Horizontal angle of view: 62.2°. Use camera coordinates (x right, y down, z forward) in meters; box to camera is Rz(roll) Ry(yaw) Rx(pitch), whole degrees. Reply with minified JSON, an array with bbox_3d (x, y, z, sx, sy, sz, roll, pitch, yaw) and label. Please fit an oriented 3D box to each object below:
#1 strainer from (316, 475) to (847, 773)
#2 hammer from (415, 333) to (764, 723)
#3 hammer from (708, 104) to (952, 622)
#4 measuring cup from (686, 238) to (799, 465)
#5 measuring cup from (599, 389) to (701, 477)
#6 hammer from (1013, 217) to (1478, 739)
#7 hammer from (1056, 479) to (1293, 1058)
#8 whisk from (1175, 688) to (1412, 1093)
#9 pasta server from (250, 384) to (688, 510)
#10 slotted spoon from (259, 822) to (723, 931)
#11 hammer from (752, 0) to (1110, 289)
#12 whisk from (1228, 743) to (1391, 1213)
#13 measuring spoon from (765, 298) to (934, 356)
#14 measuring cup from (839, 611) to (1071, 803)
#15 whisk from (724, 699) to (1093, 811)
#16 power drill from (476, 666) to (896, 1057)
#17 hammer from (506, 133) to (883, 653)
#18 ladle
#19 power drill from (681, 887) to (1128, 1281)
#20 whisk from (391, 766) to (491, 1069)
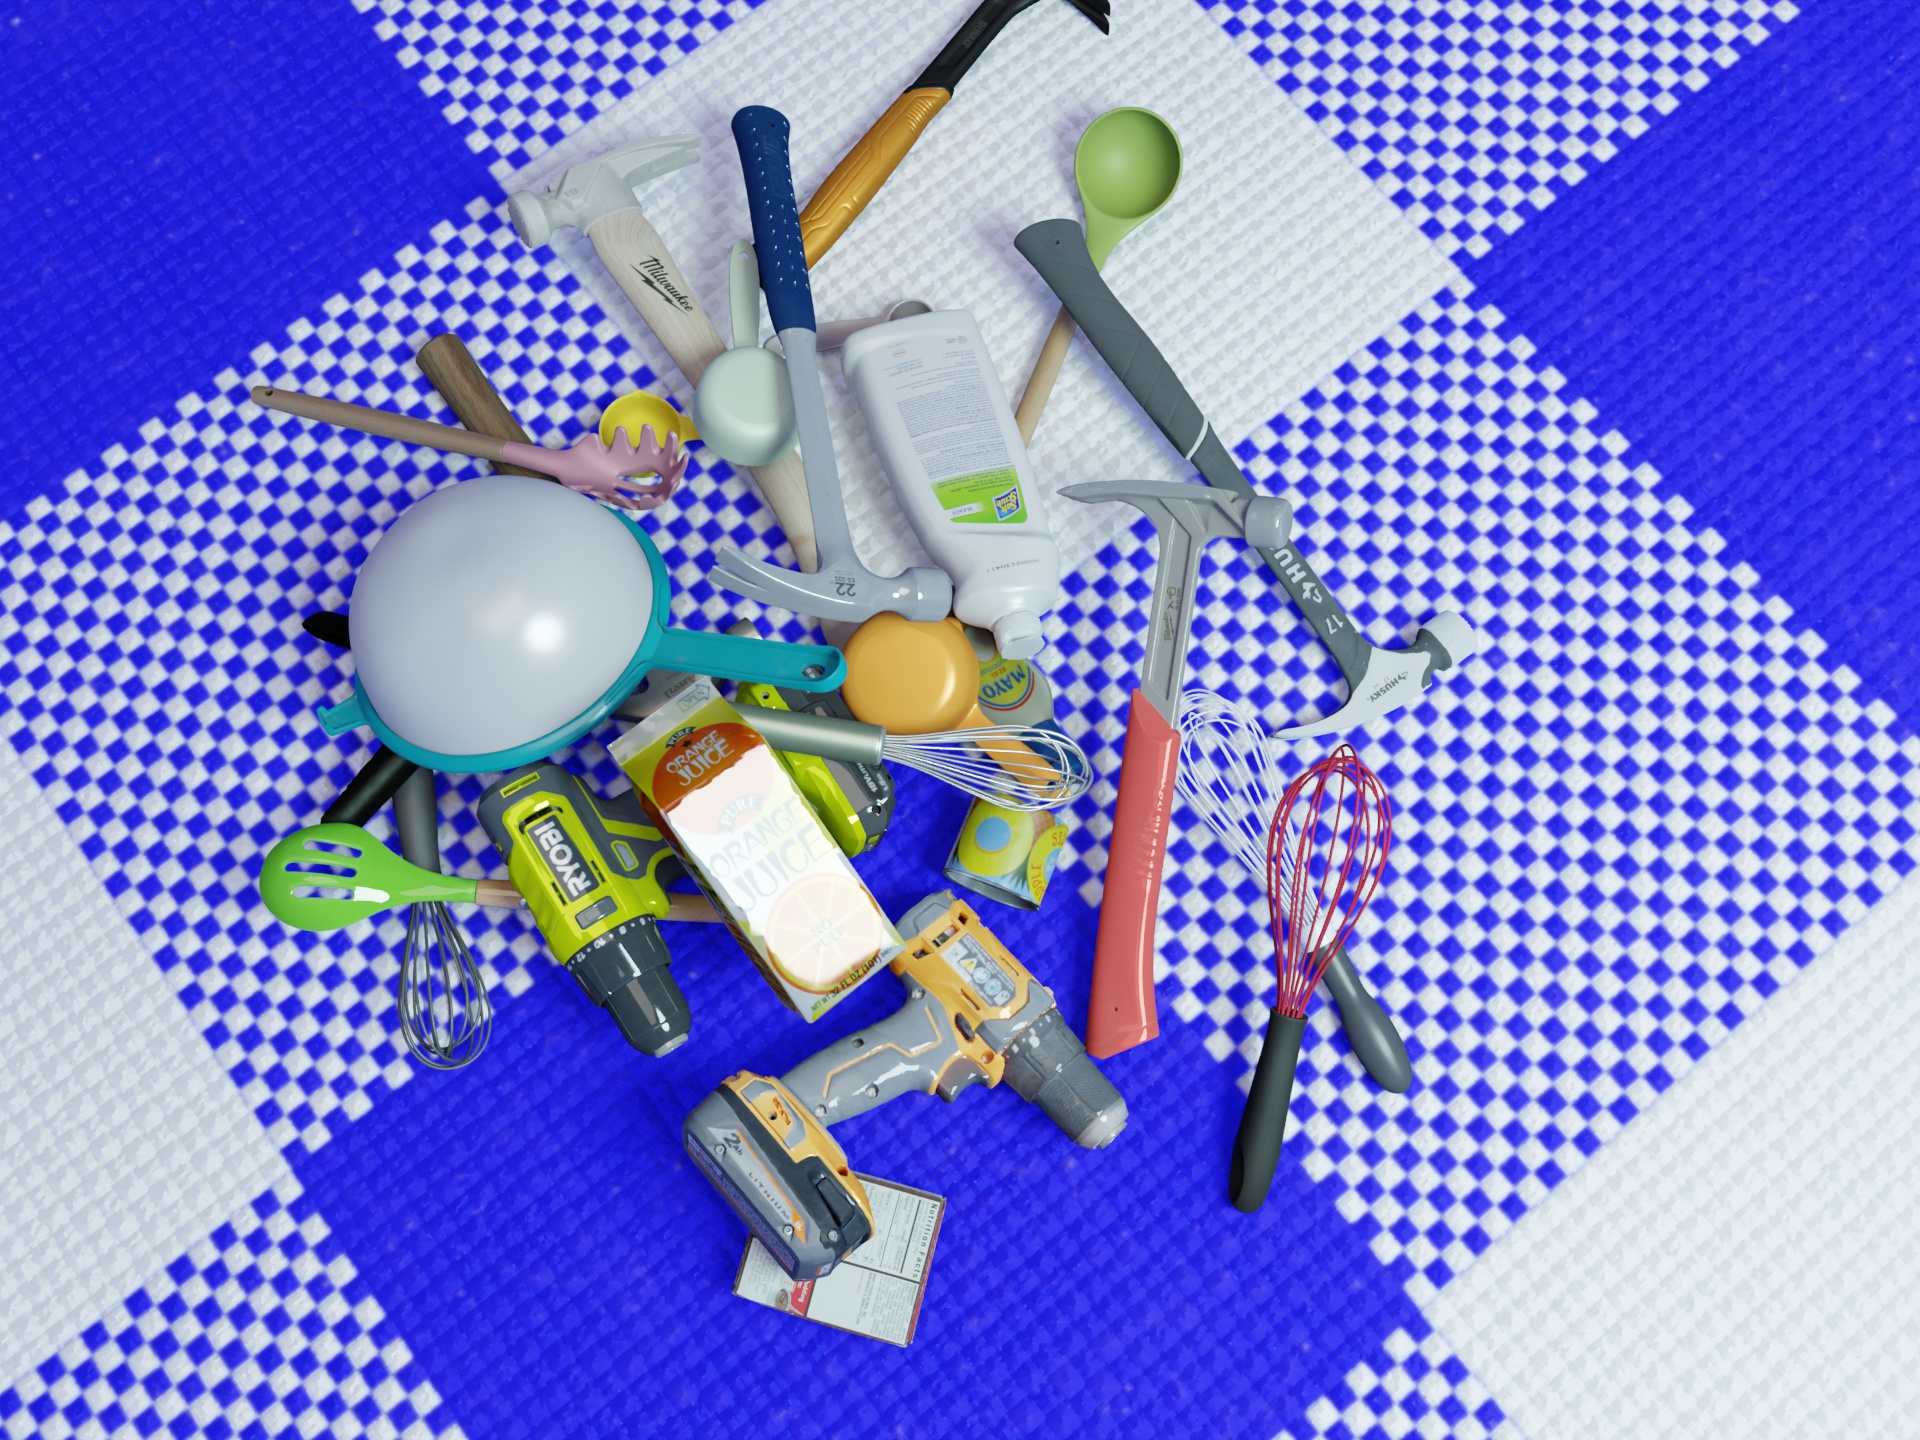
[{"bbox_3d":[-0.234,-0.070,0.956,0.340,0.095,0.211,8,60,20],"label":"strainer"},{"bbox_3d":[-0.276,-0.135,1.092,0.130,0.031,0.331,-36,77,-8],"label":"hammer"},{"bbox_3d":[-0.110,-0.242,1.030,0.144,0.035,0.406,1,61,-25],"label":"hammer"},{"bbox_3d":[-0.141,-0.254,1.063,0.083,0.038,0.168,0,76,-15],"label":"measuring cup"},{"bbox_3d":[-0.173,-0.199,1.115,0.156,0.029,0.062,-4,75,-12],"label":"measuring cup"},{"bbox_3d":[0.166,-0.169,1.067,0.149,0.036,0.409,-35,85,-6],"label":"hammer"},{"bbox_3d":[0.109,0.030,0.995,0.149,0.036,0.359,9,92,26],"label":"hammer"},{"bbox_3d":[0.211,0.106,1.010,0.070,0.070,0.285,-27,81,-6],"label":"whisk"},{"bbox_3d":[-0.334,-0.192,1.073,0.316,0.040,0.060,13,65,6],"label":"pasta server"},{"bbox_3d":[-0.278,0.108,1.002,0.313,0.031,0.070,6,67,-11],"label":"slotted spoon"},{"bbox_3d":[-0.032,-0.436,1.163,0.127,0.034,0.337,36,79,10],"label":"hammer"},{"bbox_3d":[0.203,0.158,0.960,0.073,0.073,0.296,12,97,4],"label":"whisk"},{"bbox_3d":[-0.078,-0.274,1.135,0.124,0.018,0.034,-8,77,6],"label":"measuring spoon"},{"bbox_3d":[-0.002,-0.003,1.004,0.174,0.052,0.095,38,93,10],"label":"measuring cup"},{"bbox_3d":[-0.041,0.016,0.965,0.246,0.057,0.059,9,37,-2],"label":"whisk"},{"bbox_3d":[-0.157,0.078,0.988,0.228,0.080,0.191,-31,79,-18],"label":"power drill"},{"bbox_3d":[-0.145,-0.218,1.091,0.146,0.038,0.411,-30,83,-20],"label":"hammer"},{"bbox_3d":[0.074,-0.283,1.111,0.078,0.062,0.320,21,80,8],"label":"ladle"},{"bbox_3d":[-0.027,0.231,0.946,0.226,0.084,0.185,-37,72,-26],"label":"power drill"},{"bbox_3d":[-0.342,0.108,1.025,0.055,0.055,0.239,-13,71,-2],"label":"whisk"}]
